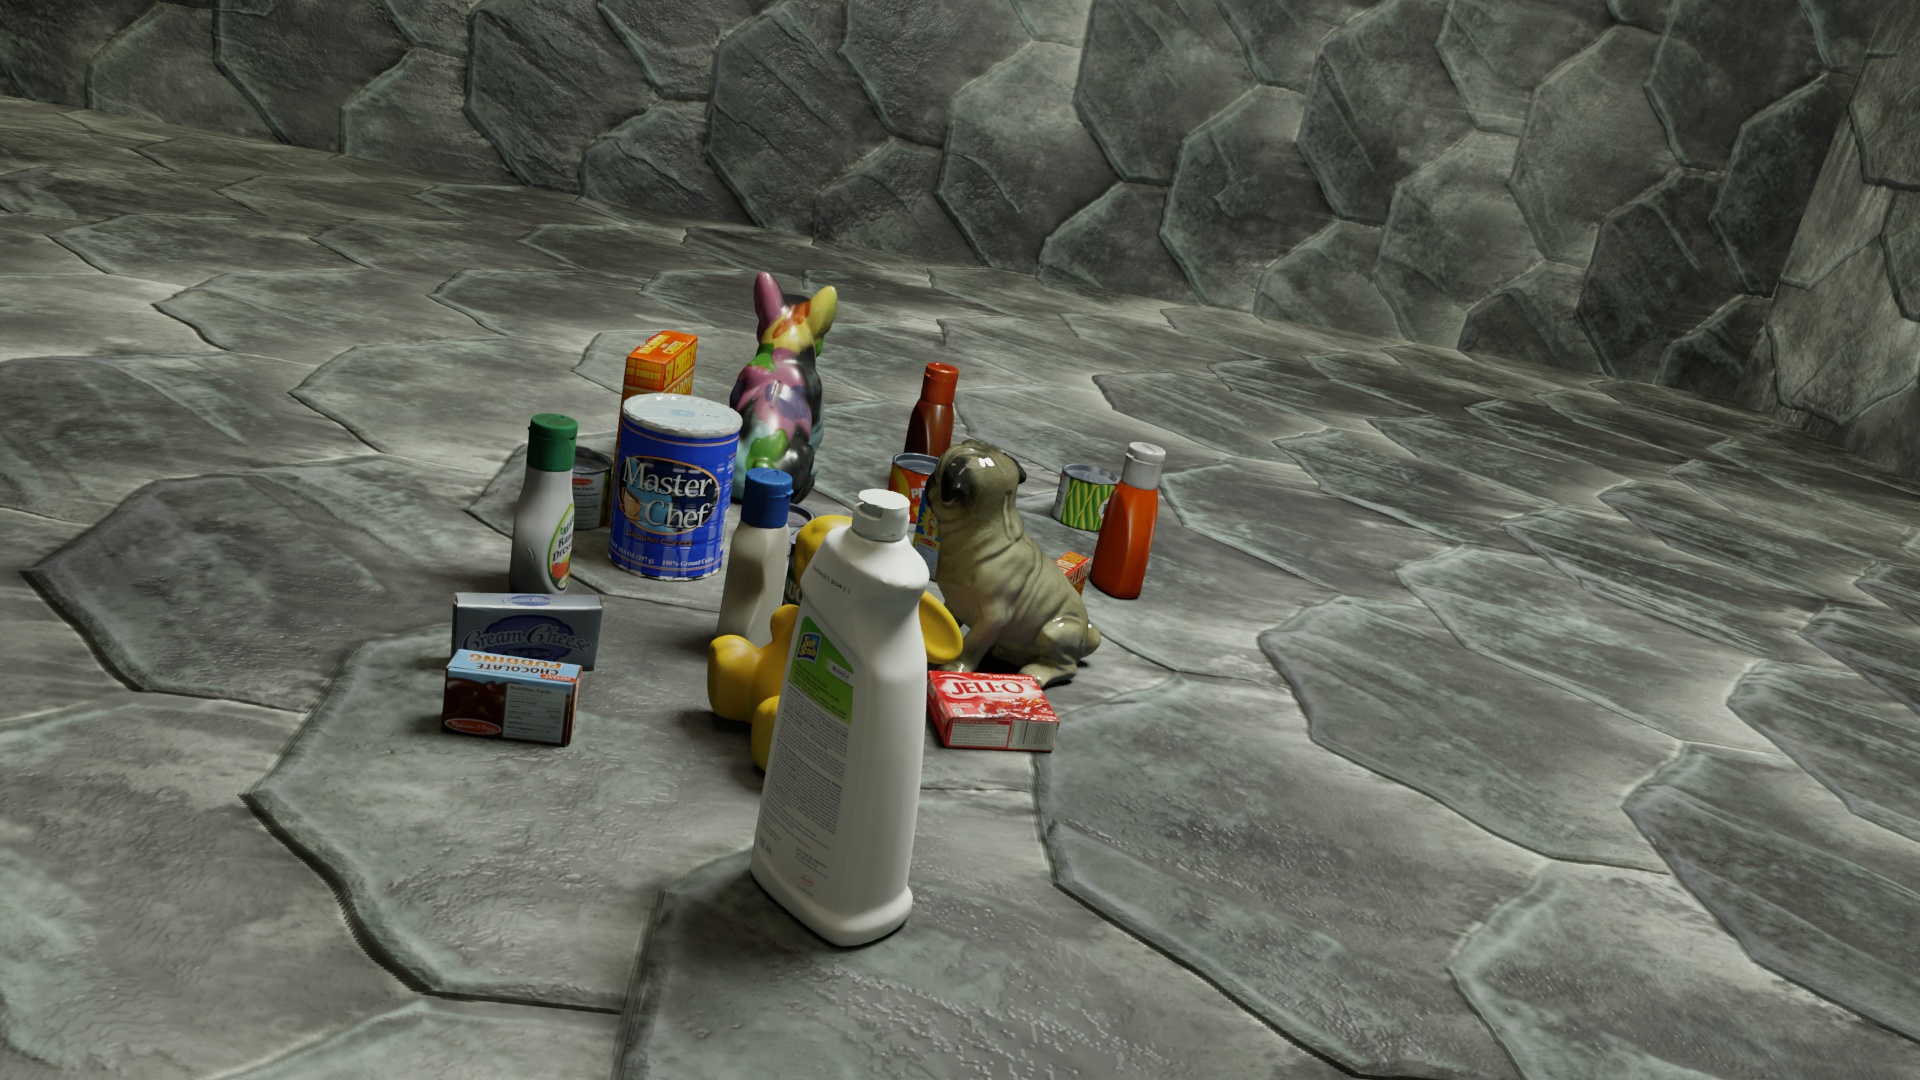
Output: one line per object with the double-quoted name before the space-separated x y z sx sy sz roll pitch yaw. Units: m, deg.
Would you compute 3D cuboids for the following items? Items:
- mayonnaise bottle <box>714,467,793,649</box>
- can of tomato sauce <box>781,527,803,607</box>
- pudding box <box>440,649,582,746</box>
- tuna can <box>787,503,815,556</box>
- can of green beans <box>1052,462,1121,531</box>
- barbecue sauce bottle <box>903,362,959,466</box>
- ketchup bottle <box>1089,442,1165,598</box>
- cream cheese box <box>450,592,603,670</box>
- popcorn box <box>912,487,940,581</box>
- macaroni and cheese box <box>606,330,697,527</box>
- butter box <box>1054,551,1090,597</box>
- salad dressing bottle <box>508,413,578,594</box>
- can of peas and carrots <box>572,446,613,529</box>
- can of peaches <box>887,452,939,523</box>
"mayonnaise bottle" -0.160 0.018 1.088 0.041 0.147 0.065 15 20 11
"can of tomato sauce" -0.114 0.038 1.150 0.071 0.082 0.071 10 20 -4
"pudding box" -0.298 0.104 0.924 0.084 0.049 0.030 8 20 -9
"tuna can" -0.174 -0.013 1.328 0.071 0.032 0.071 10 20 -4
"can of green beans" 0.140 -0.049 1.554 0.071 0.057 0.071 10 20 -4
"barbecue sauce bottle" -0.033 -0.119 1.520 0.044 0.148 0.065 0 23 -30
"ketchup bottle" 0.166 -0.021 1.364 0.043 0.148 0.065 2 22 -25
"cream cheese box" -0.316 0.067 1.011 0.104 0.053 0.024 2 21 -23
"popcorn box" 0.005 -0.017 1.359 0.038 0.085 0.127 22 23 27
"macaroni and cheese box" -0.293 -0.106 1.322 0.040 0.165 0.124 11 20 0
"butter box" 0.087 0.049 1.273 0.024 0.053 0.104 19 21 20
"salad dressing bottle" -0.333 -0.027 1.117 0.044 0.147 0.064 12 20 2
"can of peas and carrots" -0.359 -0.049 1.290 0.071 0.058 0.071 10 20 -4
"can of peaches" -0.043 -0.054 1.473 0.071 0.057 0.071 10 20 -4
